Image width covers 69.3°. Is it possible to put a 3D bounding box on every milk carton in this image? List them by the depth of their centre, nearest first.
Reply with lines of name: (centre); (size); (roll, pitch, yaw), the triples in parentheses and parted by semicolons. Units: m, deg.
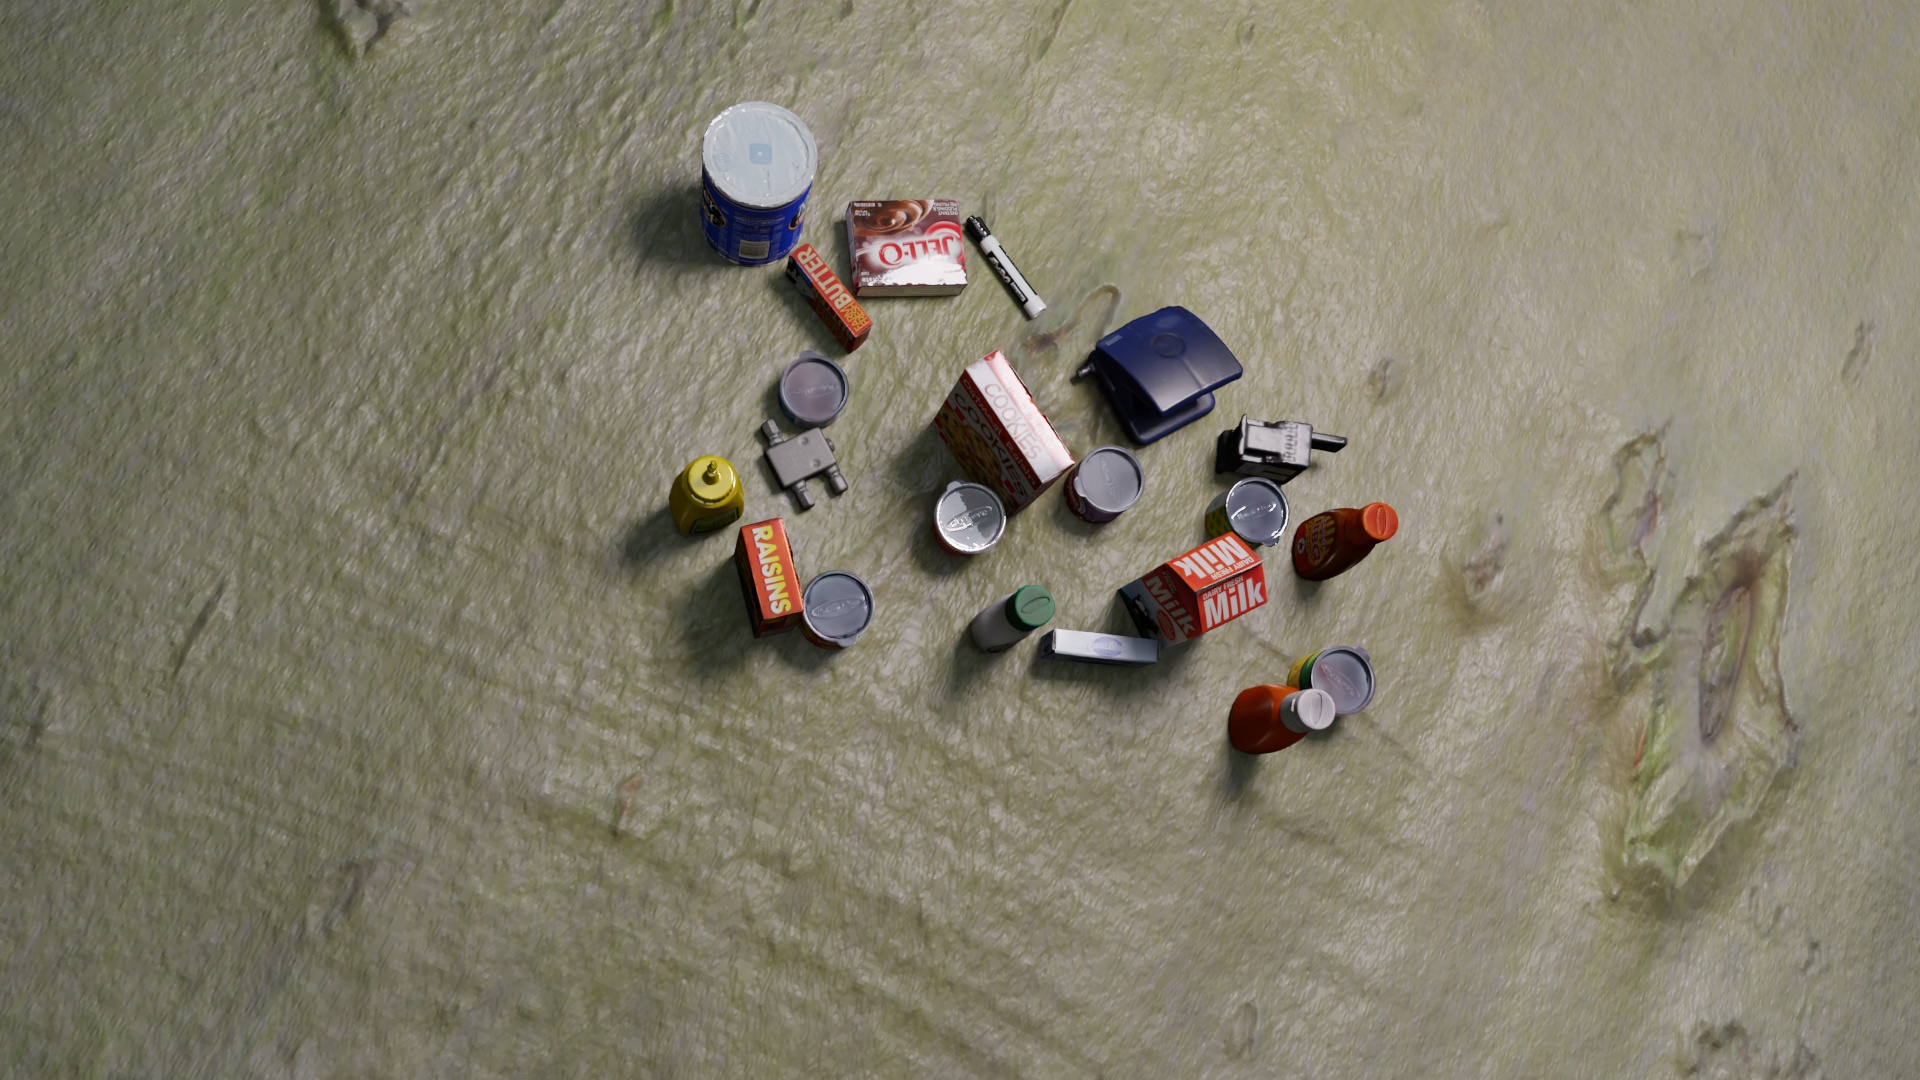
milk carton: (0.216, 0.047, 1.274); (0.072, 0.190, 0.073); (-24, 84, -15)

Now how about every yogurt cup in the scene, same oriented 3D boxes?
yogurt cup: (0.005, -0.016, 1.316); (0.072, 0.054, 0.072); (2, 77, -11)

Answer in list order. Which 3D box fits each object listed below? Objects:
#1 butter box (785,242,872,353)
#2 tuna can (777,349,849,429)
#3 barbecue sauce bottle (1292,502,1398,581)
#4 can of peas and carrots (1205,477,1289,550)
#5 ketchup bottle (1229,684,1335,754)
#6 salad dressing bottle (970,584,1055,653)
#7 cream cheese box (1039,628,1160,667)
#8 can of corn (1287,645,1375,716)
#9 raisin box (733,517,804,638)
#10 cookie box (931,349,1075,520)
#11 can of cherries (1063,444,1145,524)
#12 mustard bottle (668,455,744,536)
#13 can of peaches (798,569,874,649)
butter box: (-0.127, -0.233, 1.337); (0.024, 0.053, 0.103); (-38, 87, -16)
tuna can: (-0.141, -0.143, 1.325); (0.071, 0.032, 0.071); (2, 77, -11)
barbecue sauce bottle: (0.370, -0.003, 1.339); (0.044, 0.148, 0.065); (7, 77, -10)
can of peas and carrots: (0.284, -0.022, 1.372); (0.071, 0.058, 0.071); (2, 78, -11)
ketchup bottle: (0.297, 0.163, 1.287); (0.043, 0.148, 0.065); (13, 76, -9)
salad dressing bottle: (0.049, 0.070, 1.257); (0.064, 0.147, 0.044); (-24, 84, -15)
cream cheese box: (0.131, 0.103, 1.315); (0.104, 0.053, 0.024); (7, 77, -10)
can of corn: (0.362, 0.137, 1.353); (0.071, 0.058, 0.071); (2, 78, -11)
raisin box: (-0.170, 0.036, 1.232); (0.040, 0.123, 0.086); (-12, 81, -14)
cookie box: (0.037, -0.092, 1.280); (0.040, 0.167, 0.123); (-33, 86, -16)
can of cherries: (0.136, -0.053, 1.348); (0.071, 0.058, 0.071); (2, 78, -11)
mustard bottle: (-0.222, -0.043, 1.219); (0.065, 0.160, 0.049); (-20, 83, -15)
can of peaches: (-0.114, 0.066, 1.270); (0.071, 0.058, 0.071); (2, 78, -11)
